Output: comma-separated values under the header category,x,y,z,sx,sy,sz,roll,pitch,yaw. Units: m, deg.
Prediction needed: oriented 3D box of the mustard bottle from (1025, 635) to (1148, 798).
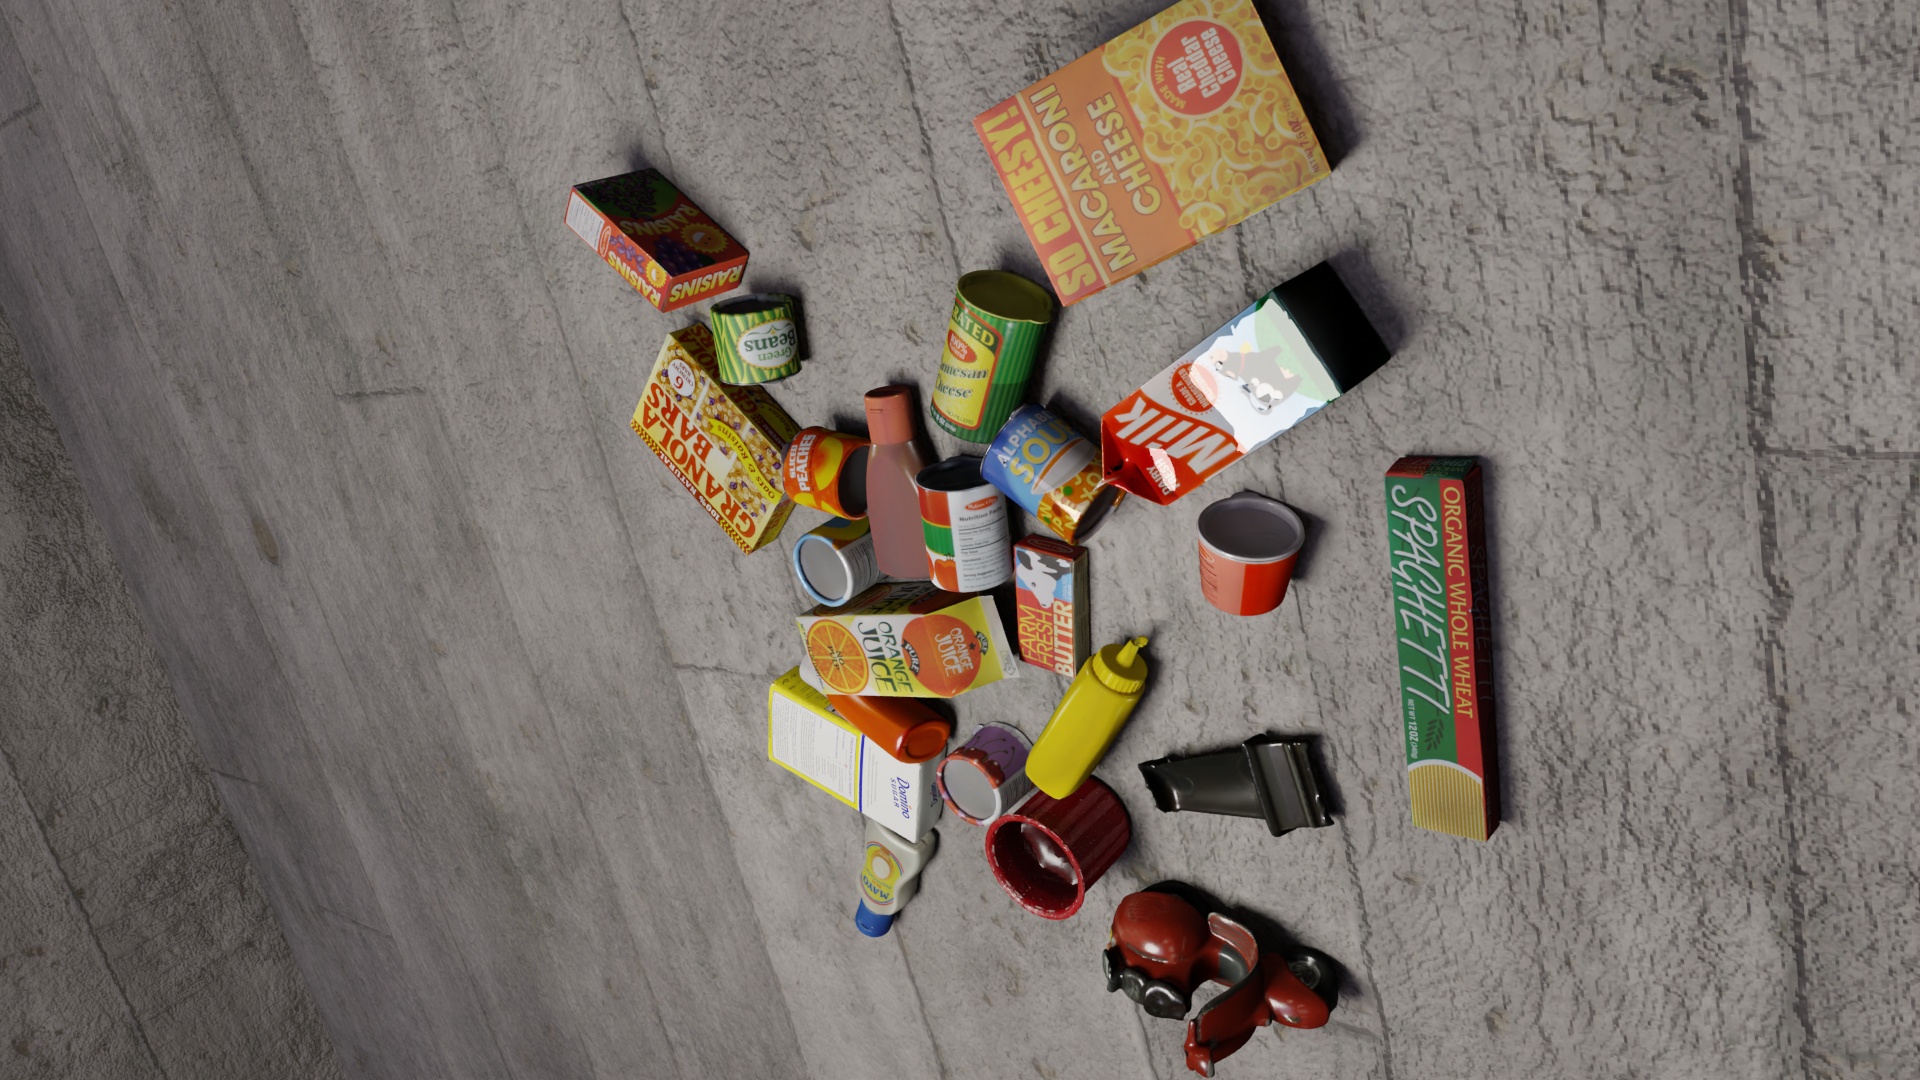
category,x,y,z,sx,sy,sz,roll,pitch,yaw
mustard bottle,0.101,0.123,1.031,0.049,0.065,0.159,36,126,14

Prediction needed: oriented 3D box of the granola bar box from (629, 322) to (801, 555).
category,x,y,z,sx,sy,sz,roll,pitch,yaw
granola bar box,-0.204,-0.087,1.200,0.166,0.039,0.123,47,134,11

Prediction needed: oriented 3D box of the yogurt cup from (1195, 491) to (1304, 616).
category,x,y,z,sx,sy,sz,roll,pitch,yaw
yogurt cup,0.185,0.012,0.896,0.072,0.073,0.053,24,134,30

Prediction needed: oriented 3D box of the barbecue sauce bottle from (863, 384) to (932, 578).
category,x,y,z,sx,sy,sz,roll,pitch,yaw
barbecue sauce bottle,-0.045,-0.045,1.080,0.065,0.044,0.148,5,115,32

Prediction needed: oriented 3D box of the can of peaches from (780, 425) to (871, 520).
category,x,y,z,sx,sy,sz,roll,pitch,yaw
can of peaches,-0.100,-0.054,1.104,0.058,0.071,0.071,17,122,33

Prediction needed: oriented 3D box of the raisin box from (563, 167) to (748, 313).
category,x,y,z,sx,sy,sz,roll,pitch,yaw
raisin box,-0.245,-0.243,1.118,0.123,0.086,0.039,42,132,16

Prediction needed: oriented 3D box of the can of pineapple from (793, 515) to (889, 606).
category,x,y,z,sx,sy,sz,roll,pitch,yaw
can of pineapple,-0.097,0.013,1.146,0.071,0.058,0.070,20,125,33

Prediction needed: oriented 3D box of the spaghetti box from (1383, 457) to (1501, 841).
category,x,y,z,sx,sy,sz,roll,pitch,yaw
spaghetti box,0.297,0.069,0.852,0.050,0.029,0.249,6,116,38

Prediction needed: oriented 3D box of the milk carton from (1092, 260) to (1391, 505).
category,x,y,z,sx,sy,sz,roll,pitch,yaw
milk carton,0.159,-0.085,0.858,0.189,0.073,0.073,-36,88,46

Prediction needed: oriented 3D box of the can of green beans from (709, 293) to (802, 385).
category,x,y,z,sx,sy,sz,roll,pitch,yaw
can of green beans,-0.162,-0.161,1.104,0.071,0.071,0.057,13,120,36

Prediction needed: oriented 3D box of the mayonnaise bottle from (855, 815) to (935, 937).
category,x,y,z,sx,sy,sz,roll,pitch,yaw
mayonnaise bottle,-0.067,0.312,1.292,0.065,0.041,0.147,33,130,21

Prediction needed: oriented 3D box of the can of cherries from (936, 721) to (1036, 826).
category,x,y,z,sx,sy,sz,roll,pitch,yaw
can of cherries,0.021,0.190,1.138,0.071,0.059,0.071,20,124,32

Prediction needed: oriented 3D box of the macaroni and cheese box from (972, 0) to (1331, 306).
category,x,y,z,sx,sy,sz,roll,pitch,yaw
macaroni and cheese box,0.109,-0.226,0.798,0.166,0.040,0.123,-25,95,16

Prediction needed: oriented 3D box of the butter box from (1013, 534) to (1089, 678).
category,x,y,z,sx,sy,sz,roll,pitch,yaw
butter box,0.069,0.050,1.044,0.053,0.024,0.103,16,122,34

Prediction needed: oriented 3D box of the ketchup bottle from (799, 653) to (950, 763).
category,x,y,z,sx,sy,sz,roll,pitch,yaw
ketchup bottle,-0.079,0.138,1.199,0.149,0.065,0.043,30,108,37

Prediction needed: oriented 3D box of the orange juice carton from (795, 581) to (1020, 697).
category,x,y,z,sx,sy,sz,roll,pitch,yaw
orange juice carton,-0.036,0.078,1.117,0.192,0.073,0.071,-4,109,42

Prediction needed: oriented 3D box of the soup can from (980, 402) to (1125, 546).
category,x,y,z,sx,sy,sz,roll,pitch,yaw
soup can,0.066,-0.047,0.963,0.084,0.072,0.071,38,132,19

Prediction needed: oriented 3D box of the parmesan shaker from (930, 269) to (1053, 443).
category,x,y,z,sx,sy,sz,roll,pitch,yaw
parmesan shaker,0.022,-0.125,0.961,0.071,0.071,0.102,34,131,23

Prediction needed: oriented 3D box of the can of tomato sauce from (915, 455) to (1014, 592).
category,x,y,z,sx,sy,sz,roll,pitch,yaw
can of tomato sauce,0.004,-0.013,1.039,0.071,0.071,0.082,12,120,37
